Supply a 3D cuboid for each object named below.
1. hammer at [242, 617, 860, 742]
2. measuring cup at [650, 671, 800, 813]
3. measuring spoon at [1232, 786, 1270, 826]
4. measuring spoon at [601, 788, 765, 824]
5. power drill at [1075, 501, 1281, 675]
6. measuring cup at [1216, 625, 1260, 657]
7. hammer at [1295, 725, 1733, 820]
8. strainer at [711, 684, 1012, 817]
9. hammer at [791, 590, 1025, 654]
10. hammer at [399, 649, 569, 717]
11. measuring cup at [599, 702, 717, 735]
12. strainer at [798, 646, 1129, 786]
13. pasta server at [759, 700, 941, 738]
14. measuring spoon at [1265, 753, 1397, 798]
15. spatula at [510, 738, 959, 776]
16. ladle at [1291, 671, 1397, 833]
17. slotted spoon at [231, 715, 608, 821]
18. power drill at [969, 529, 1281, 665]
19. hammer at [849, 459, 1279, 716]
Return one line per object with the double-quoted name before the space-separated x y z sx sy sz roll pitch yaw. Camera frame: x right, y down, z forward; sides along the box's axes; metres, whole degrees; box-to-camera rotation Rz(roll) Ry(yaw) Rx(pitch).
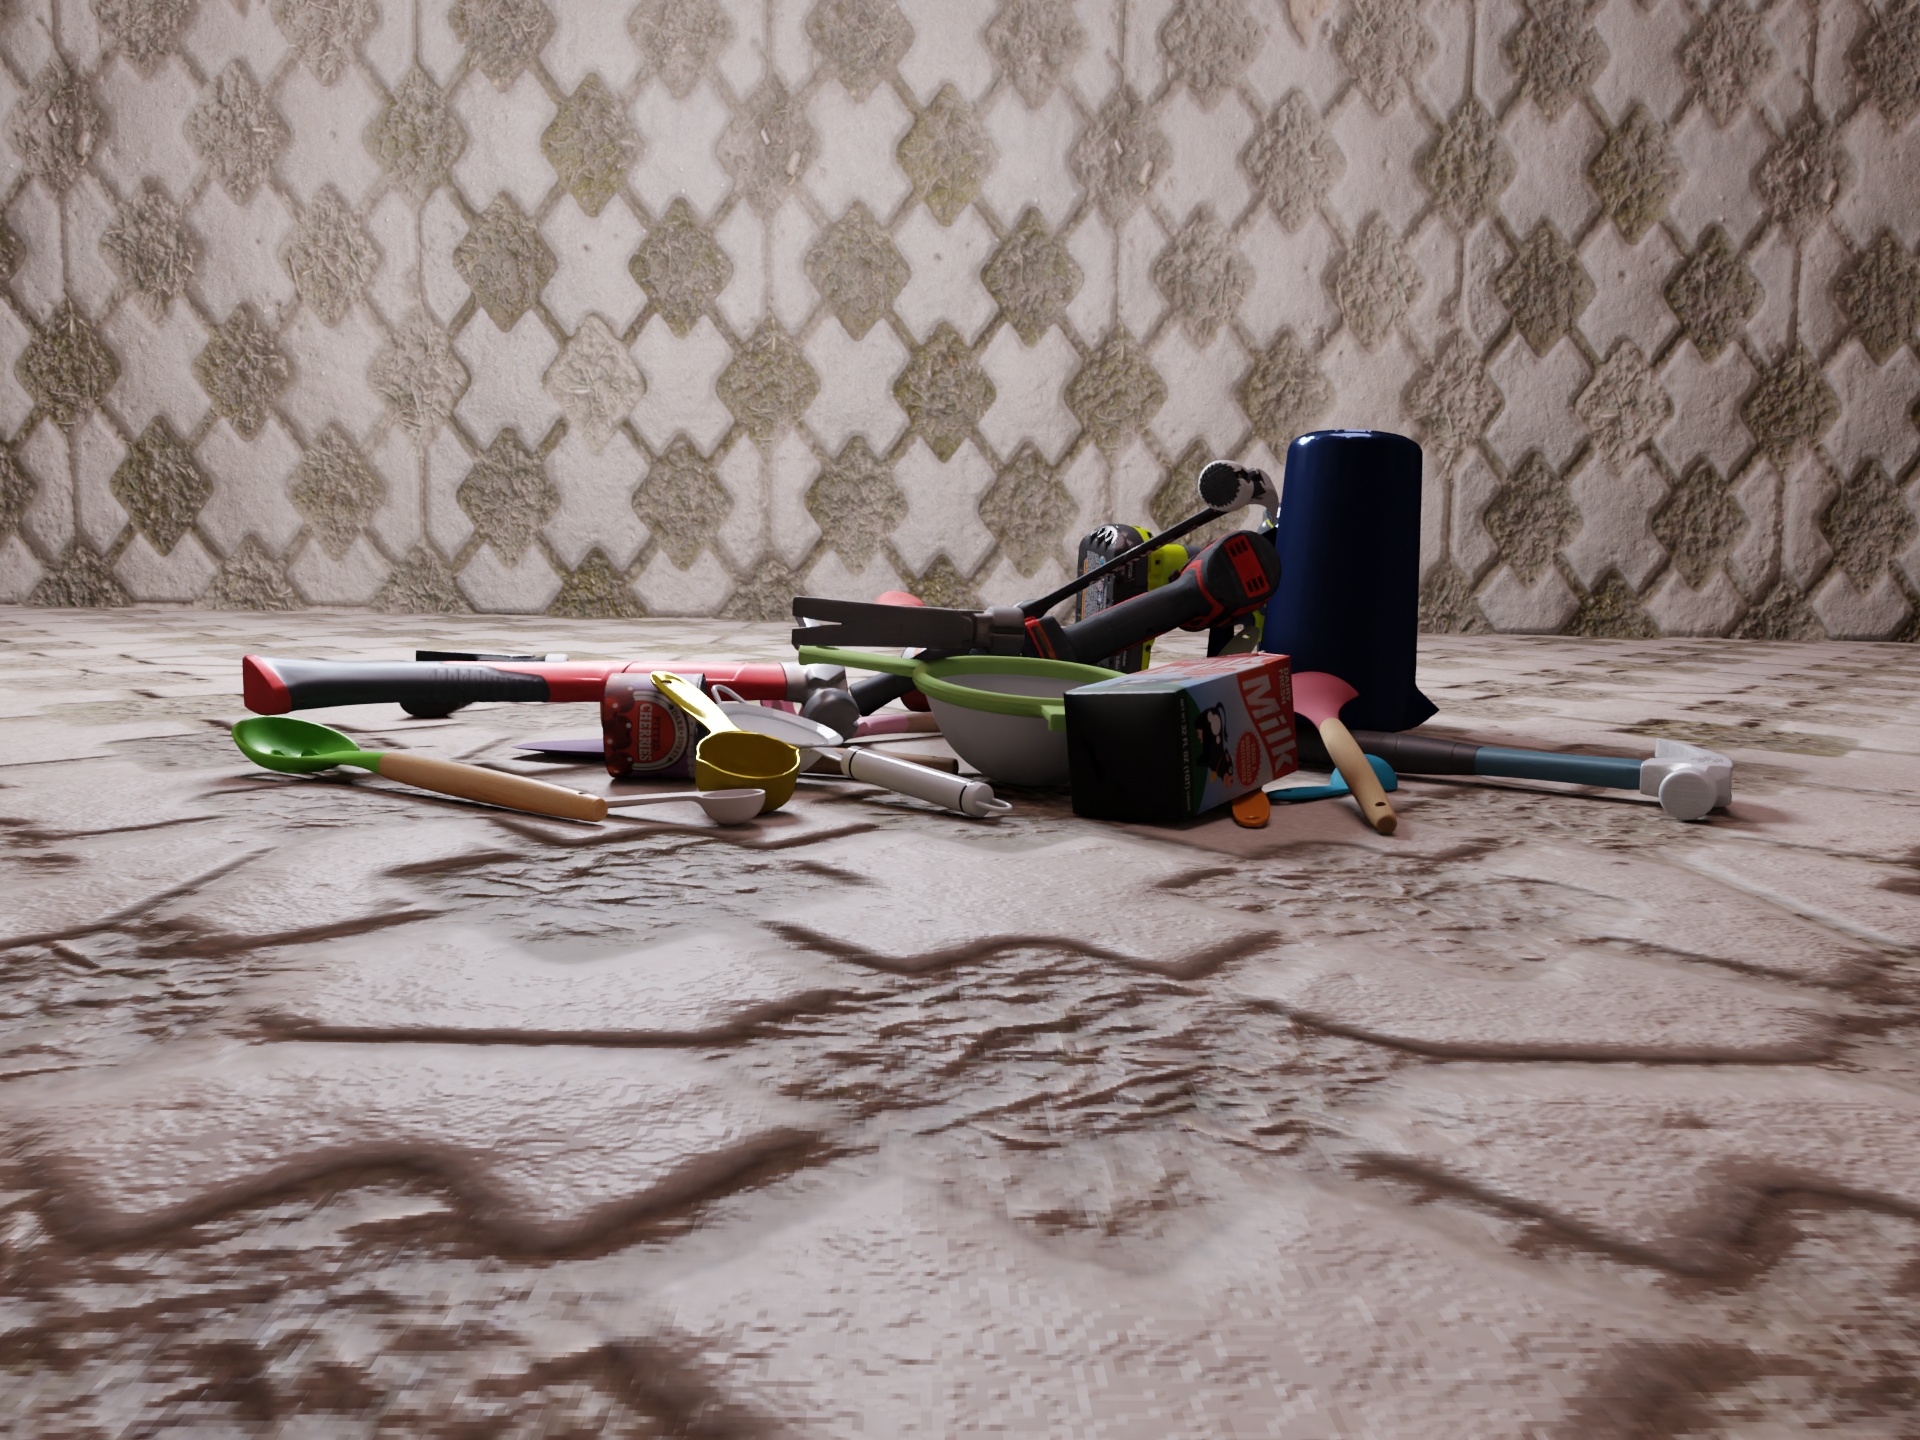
"hammer" -0.269 -0.034 1.066 0.386 0.038 0.143 0 32 -20
"measuring cup" -0.144 0.011 0.913 0.062 0.029 0.157 -6 26 -33
"measuring spoon" 0.166 0.049 0.911 0.021 0.011 0.117 -5 9 9
"measuring spoon" -0.160 0.048 0.845 0.124 0.018 0.034 -4 4 22
"power drill" 0.220 -0.092 1.394 0.228 0.190 0.080 -4 16 -19
"measuring cup" 0.171 -0.032 1.139 0.083 0.038 0.168 17 47 34
"hammer" 0.327 0.025 1.042 0.331 0.033 0.128 6 8 36
"strainer" -0.068 0.025 0.939 0.259 0.050 0.086 15 9 42
"hammer" -0.051 -0.076 1.179 0.149 0.036 0.359 3 5 -6
"hammer" -0.456 -0.036 1.449 0.146 0.035 0.335 1 6 -5
"measuring cup" -0.229 -0.012 1.203 0.095 0.052 0.174 0 4 -13
"strainer" -0.002 -0.003 1.025 0.256 0.069 0.151 10 13 31
"pasta server" -0.023 -0.006 1.243 0.316 0.040 0.060 -3 19 -41
"measuring spoon" 0.228 0.034 0.983 0.042 0.021 0.128 7 7 43
"spatula" -0.150 0.023 1.041 0.316 0.018 0.059 3 4 21
"ladle" 0.234 0.014 0.992 0.069 0.031 0.315 -8 15 5
"slotted spoon" -0.314 0.030 0.912 0.314 0.031 0.070 8 9 35
"power drill" 0.126 -0.068 1.225 0.226 0.080 0.188 -25 -3 -8
"hammer" 0.072 -0.097 1.278 0.409 0.036 0.149 -27 -10 28
